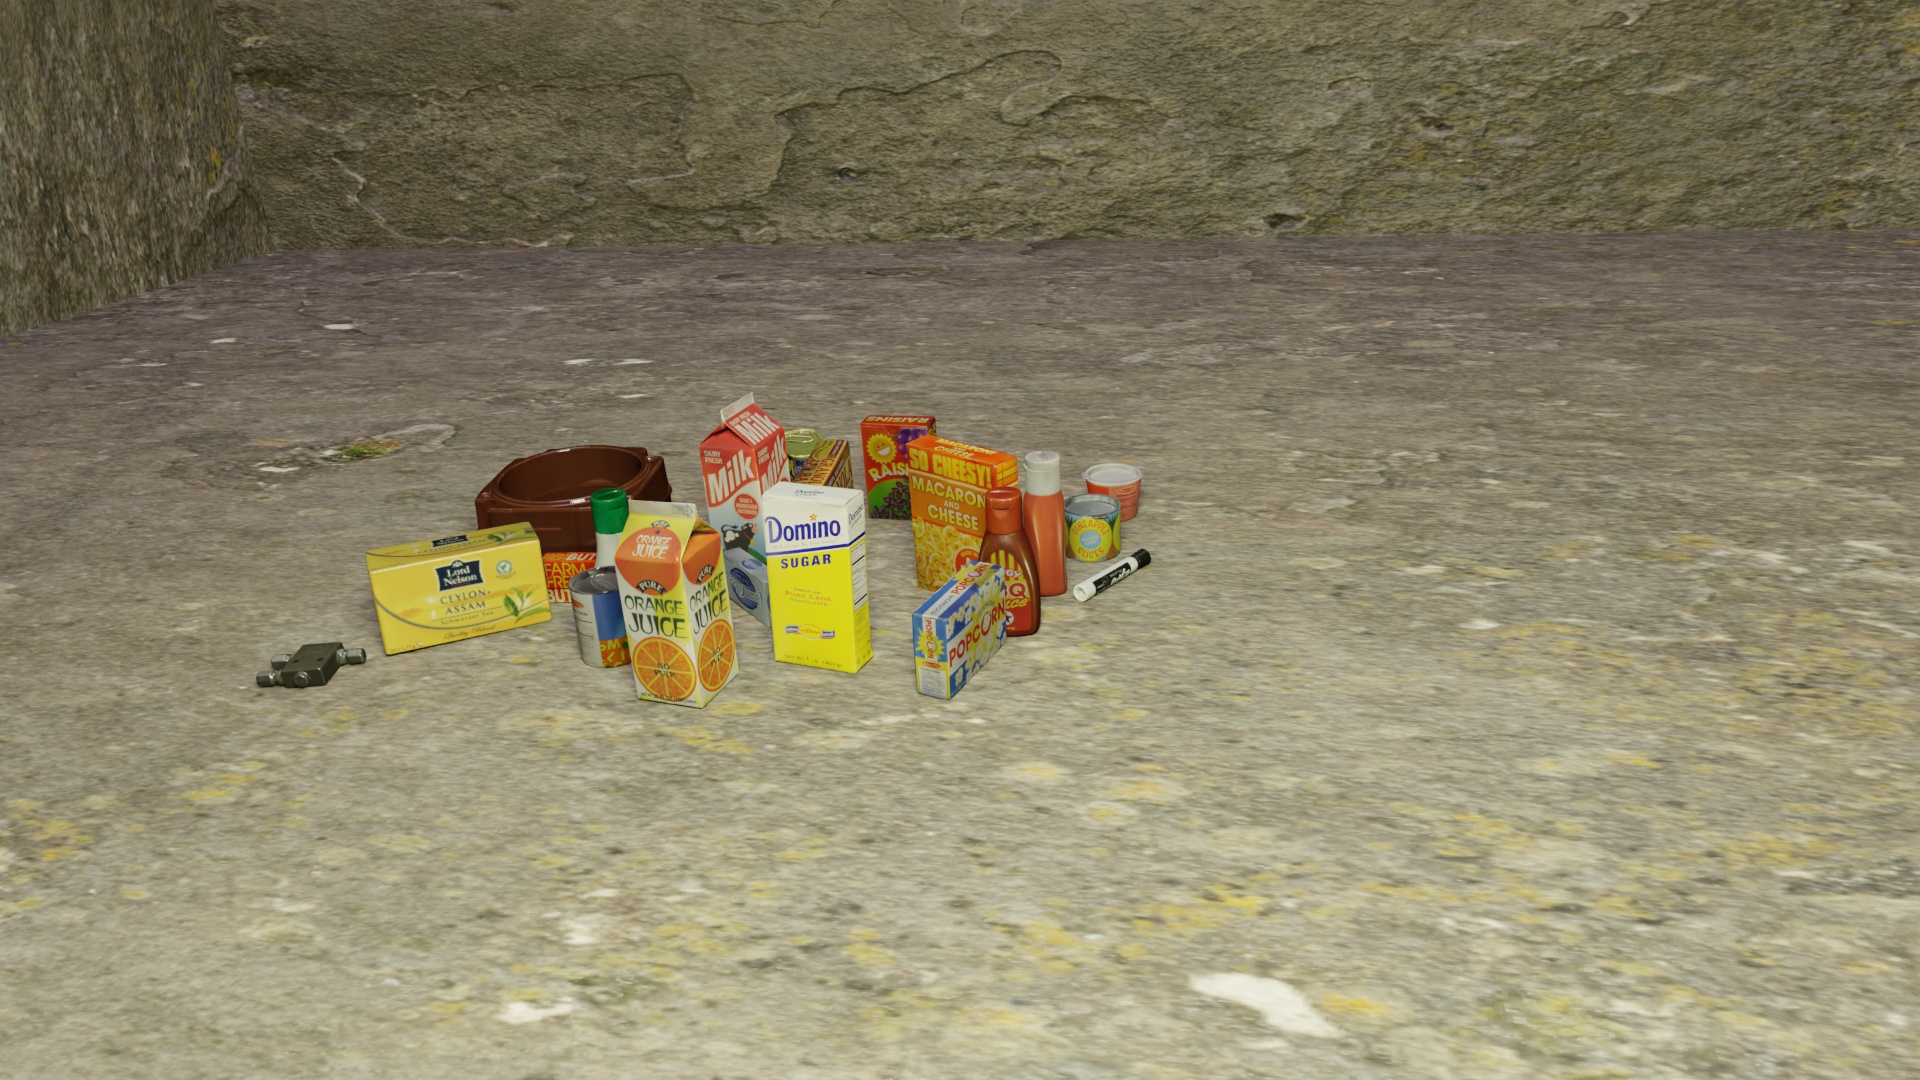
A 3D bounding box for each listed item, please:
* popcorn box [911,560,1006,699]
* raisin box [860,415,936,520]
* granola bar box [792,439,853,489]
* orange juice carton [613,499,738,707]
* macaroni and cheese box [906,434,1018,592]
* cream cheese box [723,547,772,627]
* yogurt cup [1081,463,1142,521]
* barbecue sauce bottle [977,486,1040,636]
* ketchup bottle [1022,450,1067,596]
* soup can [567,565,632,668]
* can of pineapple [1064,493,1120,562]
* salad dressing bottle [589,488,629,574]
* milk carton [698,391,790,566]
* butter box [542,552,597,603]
[{"bbox_3d":[0.000,0.083,1.316,0.038,0.085,0.127,8,26,25],"label":"popcorn box"},{"bbox_3d":[-0.071,-0.087,1.674,0.086,0.123,0.040,3,24,15],"label":"raisin box"},{"bbox_3d":[-0.151,-0.027,1.543,0.039,0.123,0.166,-1,23,7],"label":"granola bar box"},{"bbox_3d":[-0.264,0.053,1.289,0.072,0.191,0.073,5,24,20],"label":"orange juice carton"},{"bbox_3d":[0.005,-0.018,1.448,0.124,0.165,0.040,16,30,38],"label":"macaroni and cheese box"},{"bbox_3d":[-0.218,0.049,1.466,0.024,0.053,0.104,-18,27,-30],"label":"cream cheese box"},{"bbox_3d":[0.182,-0.056,1.652,0.072,0.053,0.073,-3,23,1],"label":"yogurt cup"},{"bbox_3d":[0.046,0.021,1.374,0.065,0.148,0.044,2,23,12],"label":"barbecue sauce bottle"},{"bbox_3d":[0.088,-0.019,1.461,0.043,0.148,0.065,-7,23,-7],"label":"ketchup bottle"},{"bbox_3d":[-0.349,0.075,1.386,0.071,0.083,0.071,-3,23,1],"label":"soup can"},{"bbox_3d":[0.146,-0.014,1.554,0.071,0.057,0.071,-3,23,1],"label":"can of pineapple"},{"bbox_3d":[-0.353,0.020,1.433,0.064,0.147,0.044,-19,27,-32],"label":"salad dressing bottle"},{"bbox_3d":[-0.240,-0.067,1.566,0.073,0.189,0.073,5,25,20],"label":"milk carton"},{"bbox_3d":[-0.404,0.040,1.513,0.103,0.053,0.024,0,23,8],"label":"butter box"}]
